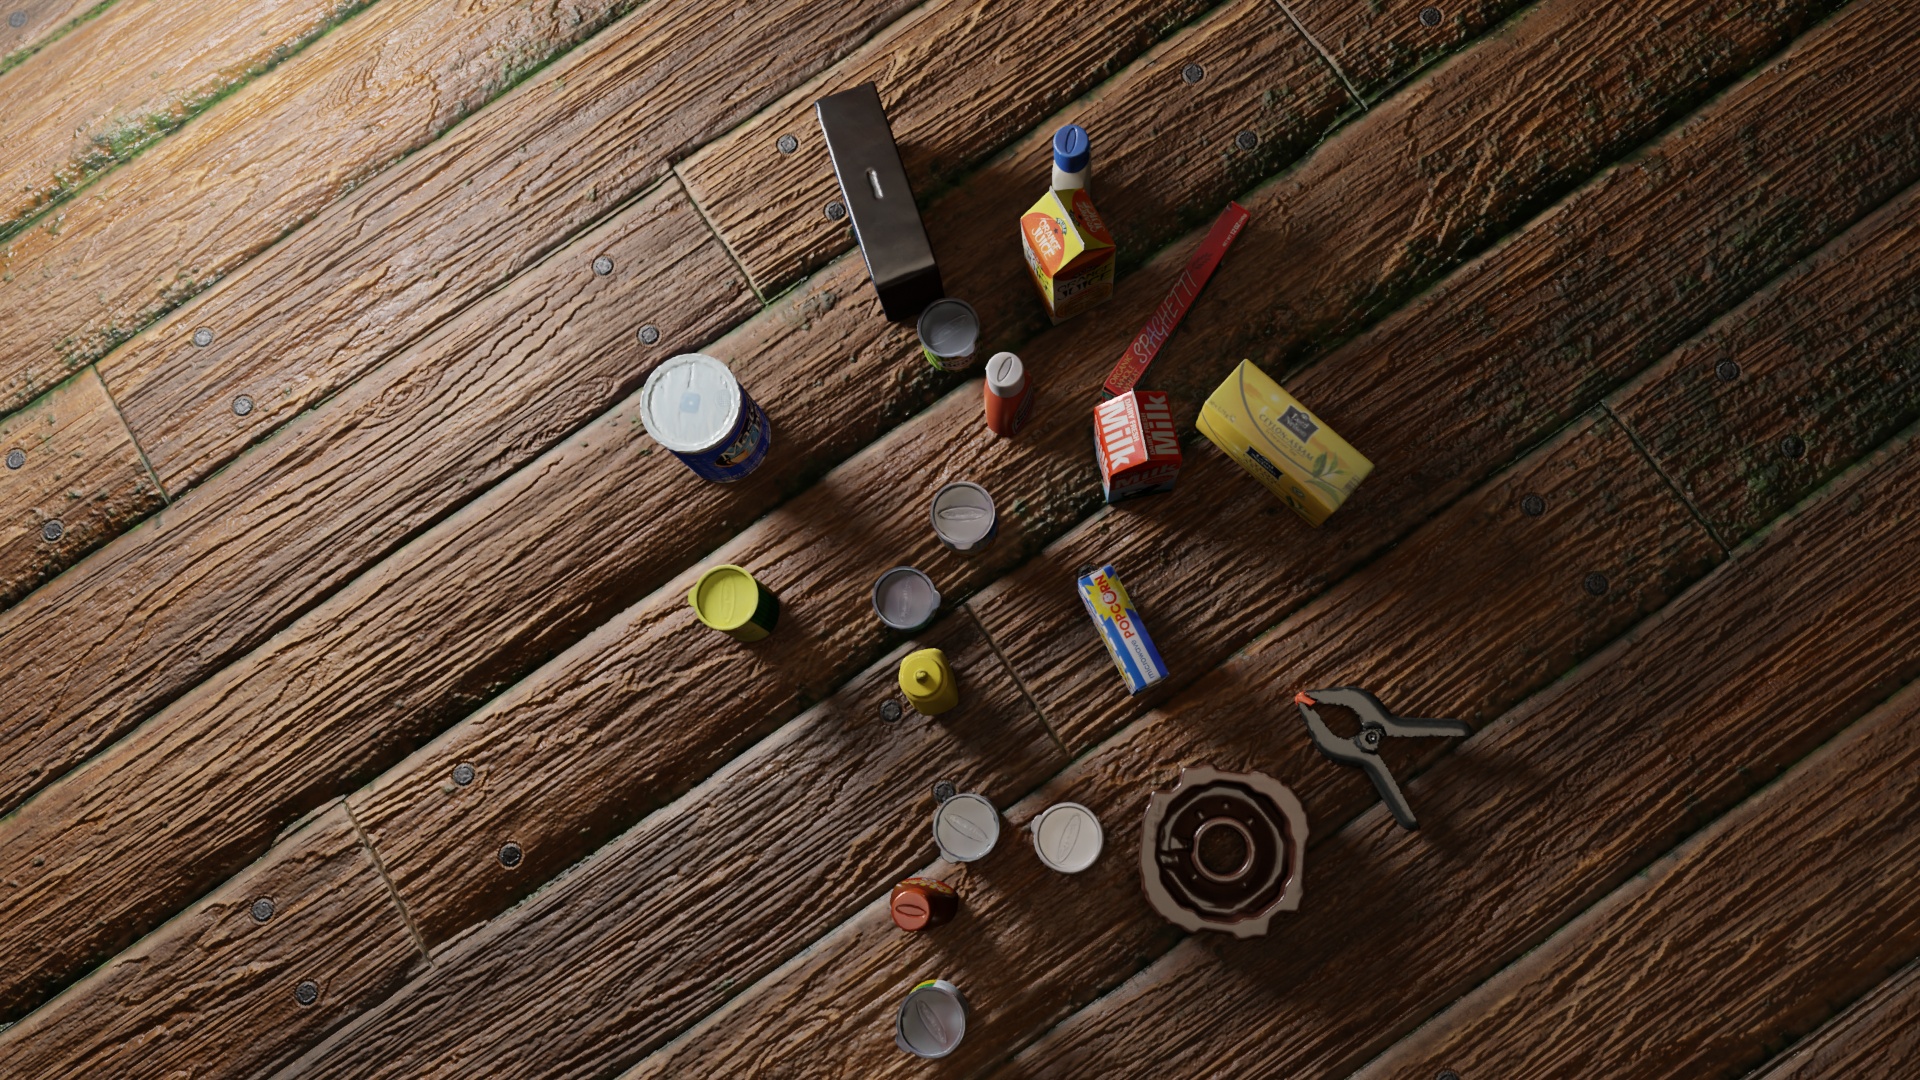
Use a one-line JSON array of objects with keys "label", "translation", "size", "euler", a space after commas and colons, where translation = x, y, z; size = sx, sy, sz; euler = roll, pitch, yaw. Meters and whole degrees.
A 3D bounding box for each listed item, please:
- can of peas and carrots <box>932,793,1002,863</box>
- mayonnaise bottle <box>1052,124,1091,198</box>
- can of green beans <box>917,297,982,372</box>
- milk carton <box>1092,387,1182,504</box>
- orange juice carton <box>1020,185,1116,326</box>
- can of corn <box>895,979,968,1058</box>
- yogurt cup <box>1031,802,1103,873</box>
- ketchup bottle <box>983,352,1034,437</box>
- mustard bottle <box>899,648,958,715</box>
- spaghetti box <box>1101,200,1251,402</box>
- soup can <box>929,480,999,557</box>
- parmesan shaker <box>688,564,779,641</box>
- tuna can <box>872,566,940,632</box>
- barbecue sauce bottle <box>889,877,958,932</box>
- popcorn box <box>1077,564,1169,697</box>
[{"label": "can of peas and carrots", "translation": [0.007, 0.288, 1.386], "size": [0.071, 0.058, 0.071], "euler": [-1, 79, 5]}, {"label": "mayonnaise bottle", "translation": [0.117, -0.388, 1.464], "size": [0.041, 0.148, 0.065], "euler": [10, 81, 7]}, {"label": "can of green beans", "translation": [-0.010, -0.219, 1.487], "size": [0.071, 0.057, 0.071], "euler": [-1, 79, 5]}, {"label": "milk carton", "translation": [0.174, -0.093, 1.380], "size": [0.073, 0.190, 0.072], "euler": [-12, 79, 2]}, {"label": "orange juice carton", "translation": [0.111, -0.295, 1.423], "size": [0.073, 0.192, 0.072], "euler": [-26, 79, 0]}, {"label": "can of corn", "translation": [-0.028, 0.467, 1.354], "size": [0.071, 0.058, 0.071], "euler": [-1, 79, 5]}, {"label": "yogurt cup", "translation": [0.108, 0.295, 1.379], "size": [0.072, 0.054, 0.072], "euler": [-1, 79, 5]}, {"label": "ketchup bottle", "translation": [0.048, -0.153, 1.423], "size": [0.043, 0.148, 0.065], "euler": [24, 82, 9]}, {"label": "mustard bottle", "translation": [-0.034, 0.136, 1.367], "size": [0.049, 0.160, 0.065], "euler": [-19, 79, 1]}, {"label": "spaghetti box", "translation": [0.229, -0.248, 1.477], "size": [0.029, 0.050, 0.250], "euler": [33, 83, 10]}, {"label": "soup can", "translation": [0.005, -0.018, 1.433], "size": [0.071, 0.083, 0.071], "euler": [-1, 79, 5]}, {"label": "parmesan shaker", "translation": [-0.231, 0.065, 1.426], "size": [0.071, 0.103, 0.071], "euler": [-1, 79, 5]}, {"label": "tuna can", "translation": [-0.054, 0.062, 1.448], "size": [0.071, 0.033, 0.071], "euler": [-1, 79, 4]}, {"label": "barbecue sauce bottle", "translation": [-0.039, 0.350, 1.331], "size": [0.065, 0.148, 0.044], "euler": [10, 81, 7]}, {"label": "popcorn box", "translation": [0.163, 0.092, 1.398], "size": [0.038, 0.085, 0.127], "euler": [-27, 78, -1]}]
